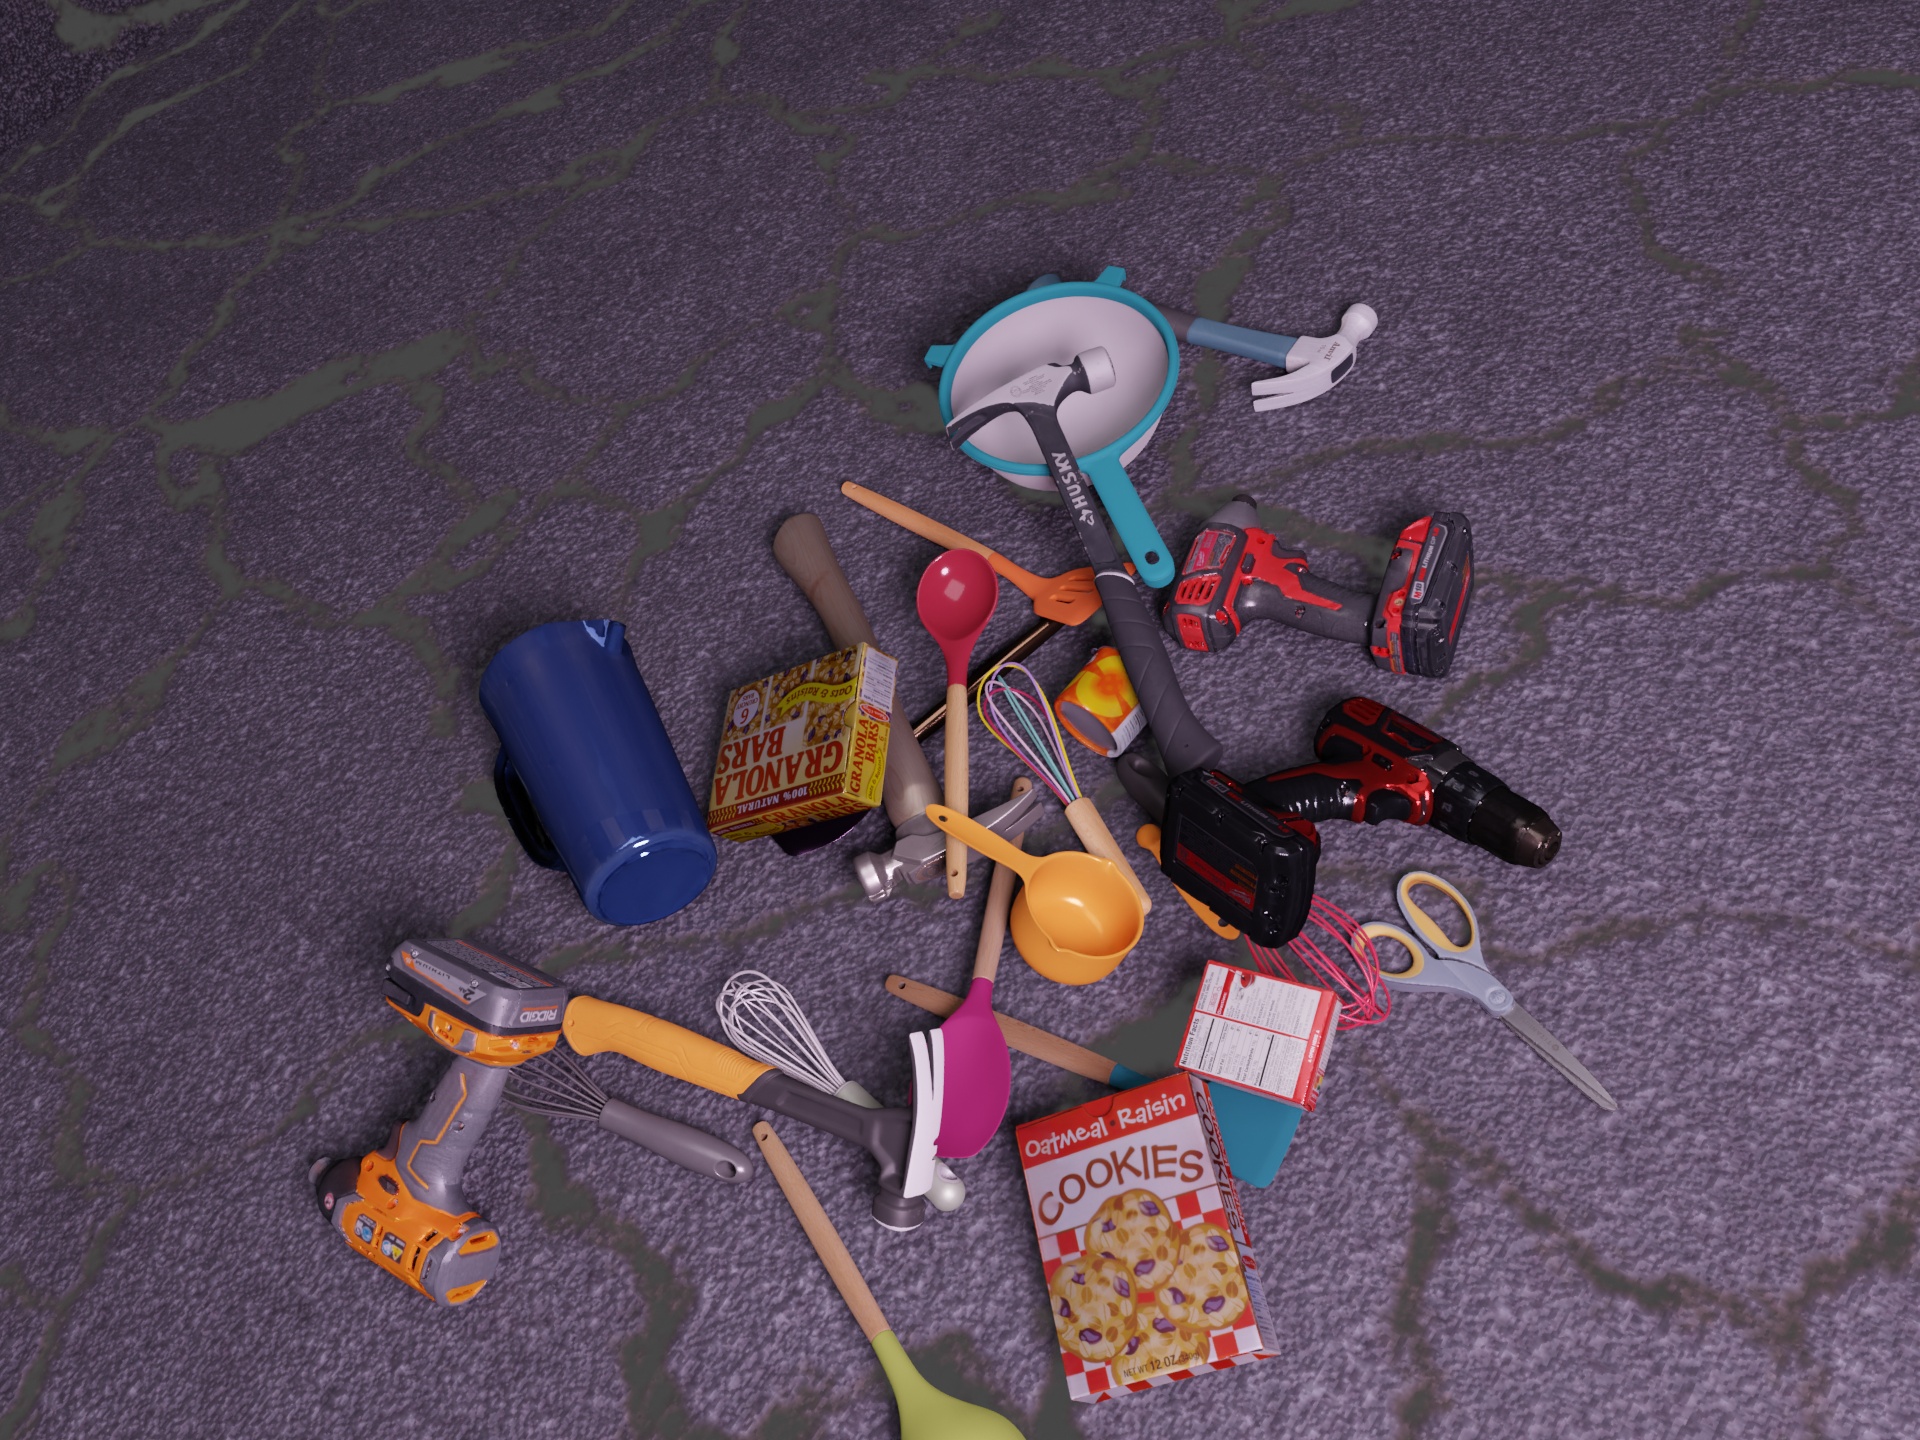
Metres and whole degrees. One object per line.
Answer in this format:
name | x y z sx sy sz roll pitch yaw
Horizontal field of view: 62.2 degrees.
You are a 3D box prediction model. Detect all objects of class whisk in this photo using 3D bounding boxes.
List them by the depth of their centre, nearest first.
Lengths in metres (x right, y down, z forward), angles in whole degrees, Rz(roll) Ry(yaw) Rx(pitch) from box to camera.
whisk | -0.087 0.257 1.108 0.247 0.057 0.059 35 106 31
whisk | 0.195 0.112 1.114 0.073 0.073 0.296 -33 46 -8
whisk | -0.249 0.279 1.139 0.239 0.055 0.055 17 61 22
whisk | 0.076 0.051 1.205 0.047 0.051 0.245 -22 57 -12

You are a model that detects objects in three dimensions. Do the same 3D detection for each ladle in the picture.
ladle | -0.057 0.377 1.016 0.078 0.062 0.320 -38 46 -5
ladle | -0.002 -0.004 1.207 0.069 0.031 0.316 -11 52 14

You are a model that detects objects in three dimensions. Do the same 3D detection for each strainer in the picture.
strainer | 0.113 -0.227 1.367 0.211 0.095 0.341 -24 58 2

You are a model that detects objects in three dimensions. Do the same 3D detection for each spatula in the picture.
spatula | 0.079 0.225 1.075 0.318 0.044 0.082 16 66 28
spatula | -0.022 0.002 1.284 0.316 0.018 0.060 -40 53 -11
spatula | 0.009 -0.154 1.375 0.323 0.041 0.081 30 62 34

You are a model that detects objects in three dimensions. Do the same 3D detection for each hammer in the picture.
hammer | -0.155 0.238 1.100 0.337 0.034 0.127 10 94 35
hammer | 0.107 -0.121 1.228 0.149 0.036 0.409 -20 58 1
hammer | -0.067 -0.040 1.299 0.146 0.038 0.411 -25 49 0
hammer | 0.205 -0.365 1.472 0.331 0.033 0.128 22 63 30

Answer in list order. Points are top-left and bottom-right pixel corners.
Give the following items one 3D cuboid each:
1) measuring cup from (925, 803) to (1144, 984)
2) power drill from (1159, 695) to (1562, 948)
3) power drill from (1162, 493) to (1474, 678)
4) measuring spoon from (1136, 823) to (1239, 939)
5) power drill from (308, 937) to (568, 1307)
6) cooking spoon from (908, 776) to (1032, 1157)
measuring cup | 0.043 0.120 1.120 0.173 0.052 0.095 32 46 8
power drill | 0.267 0.069 1.062 0.226 0.080 0.188 -20 38 -31
power drill | 0.279 -0.112 1.240 0.220 0.078 0.143 9 58 26
measuring spoon | 0.164 0.114 1.149 0.021 0.011 0.117 -33 52 -7
power drill | -0.376 0.272 1.117 0.164 0.084 0.226 18 92 27
cooking spoon | 0.021 0.165 1.128 0.069 0.017 0.319 0 48 16
